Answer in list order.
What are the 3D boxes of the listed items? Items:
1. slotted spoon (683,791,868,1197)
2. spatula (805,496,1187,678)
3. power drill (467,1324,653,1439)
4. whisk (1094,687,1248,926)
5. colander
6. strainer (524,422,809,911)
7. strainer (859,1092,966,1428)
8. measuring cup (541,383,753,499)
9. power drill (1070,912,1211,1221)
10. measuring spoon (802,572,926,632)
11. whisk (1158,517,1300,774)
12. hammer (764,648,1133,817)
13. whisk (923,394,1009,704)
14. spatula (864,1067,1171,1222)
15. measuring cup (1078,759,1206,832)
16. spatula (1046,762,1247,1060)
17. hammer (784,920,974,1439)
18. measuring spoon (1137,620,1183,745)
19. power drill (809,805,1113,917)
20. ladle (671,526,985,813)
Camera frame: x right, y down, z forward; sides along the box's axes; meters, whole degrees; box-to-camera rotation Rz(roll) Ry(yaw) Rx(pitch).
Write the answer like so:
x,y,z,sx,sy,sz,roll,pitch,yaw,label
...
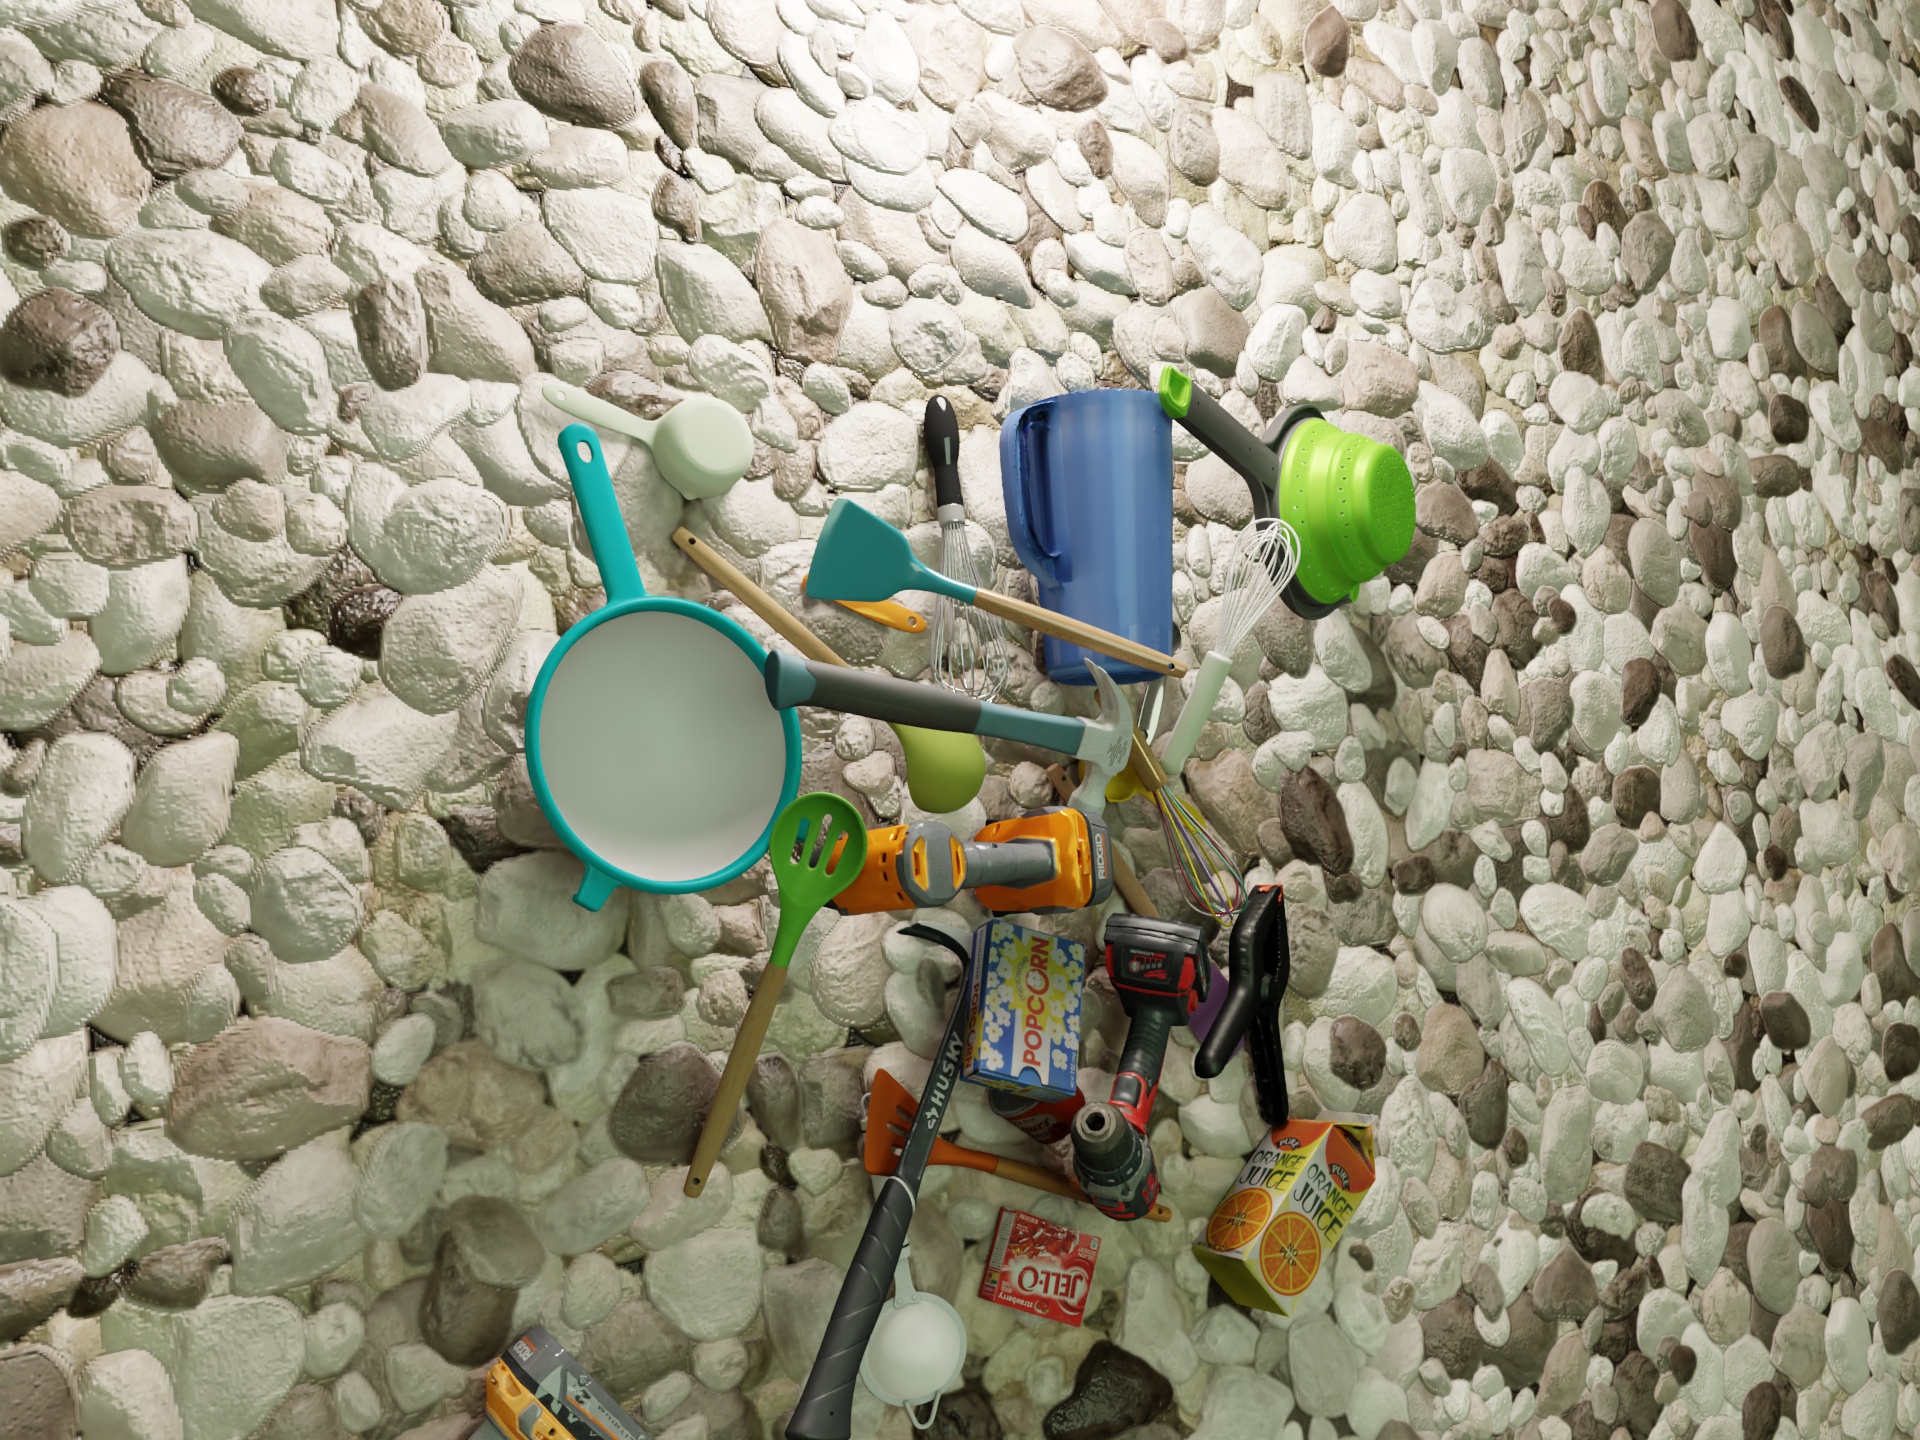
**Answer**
x,y,z,sx,sy,sz,roll,pitch,yaw,label
-0.142,0.198,1.143,0.070,0.031,0.314,20,94,-3,slotted spoon
0.036,-0.089,1.274,0.317,0.044,0.082,19,94,-6,spatula
-0.299,0.535,1.022,0.226,0.084,0.185,-44,105,-24,power drill
0.182,0.076,1.381,0.047,0.051,0.245,-38,104,-32,whisk
0.314,-0.223,1.432,0.396,0.094,0.205,26,69,-47,colander
-0.244,-0.038,1.144,0.211,0.095,0.340,-16,89,-38,strainer
-0.047,0.415,1.216,0.087,0.050,0.258,-9,83,-18,strainer
-0.235,-0.227,1.216,0.167,0.038,0.083,18,73,-29,measuring cup
0.136,0.270,1.264,0.187,0.080,0.227,68,34,-57,power drill
-0.076,-0.096,1.303,0.116,0.011,0.021,20,72,-26,measuring spoon
0.233,-0.064,1.412,0.059,0.058,0.246,26,99,16,whisk
-0.002,-0.004,1.225,0.330,0.033,0.128,11,106,-32,hammer
-0.003,-0.140,1.333,0.070,0.070,0.285,1,76,-31,whisk
0.051,0.362,1.280,0.322,0.041,0.081,24,55,-27,spatula
0.162,0.066,1.414,0.156,0.029,0.062,32,62,-35,measuring cup
0.165,0.167,1.396,0.060,0.018,0.315,-41,104,-31,spatula
-0.041,0.330,1.176,0.149,0.036,0.409,39,49,-19,hammer
0.174,-0.032,1.442,0.034,0.018,0.124,19,79,-26,measuring spoon
-0.009,0.115,1.237,0.226,0.164,0.084,2,80,-43,power drill
-0.105,-0.041,1.267,0.320,0.062,0.078,41,65,-11,ladle
